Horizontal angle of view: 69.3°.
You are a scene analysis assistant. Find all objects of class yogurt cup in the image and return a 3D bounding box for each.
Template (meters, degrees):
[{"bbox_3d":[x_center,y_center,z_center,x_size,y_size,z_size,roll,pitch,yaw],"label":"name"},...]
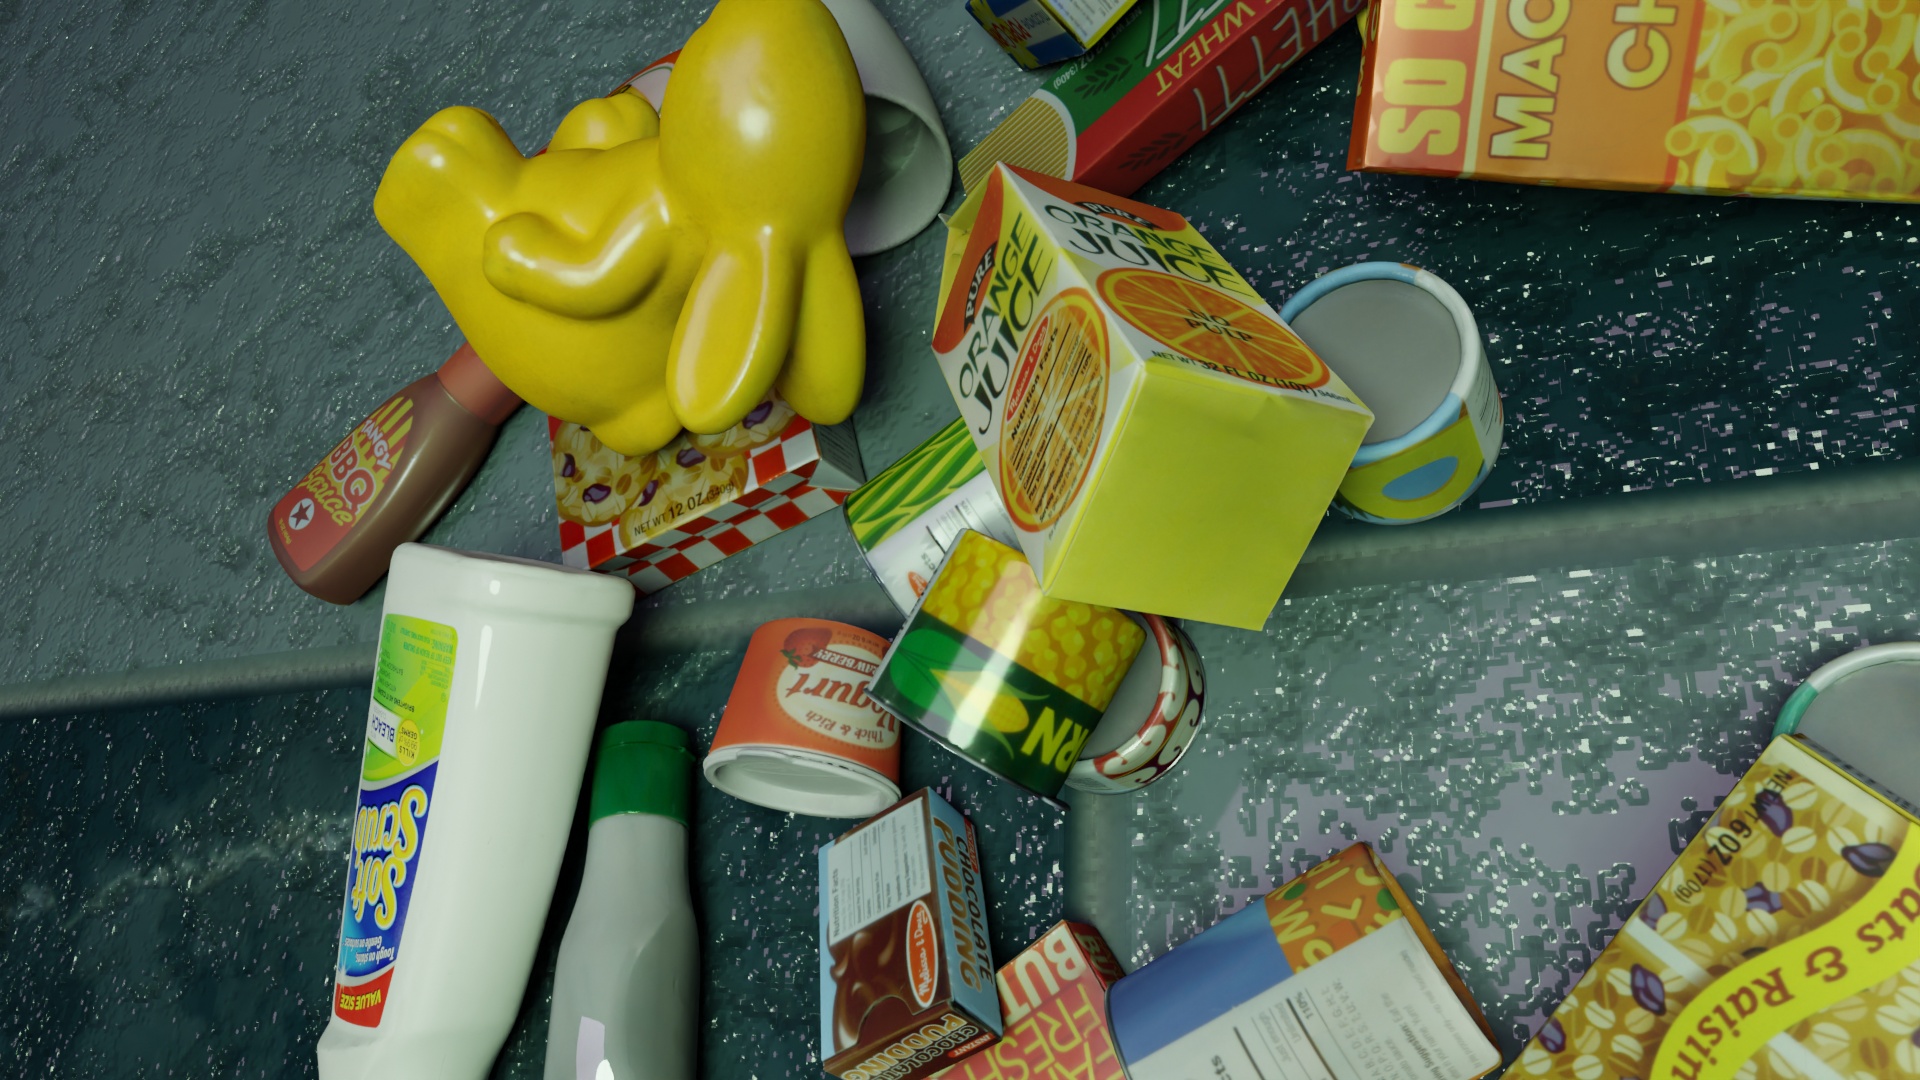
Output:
[{"bbox_3d":[-0.050,0.062,0.483,0.072,0.072,0.054,-5,60,26],"label":"yogurt cup"}]

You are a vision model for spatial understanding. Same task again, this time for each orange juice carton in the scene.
[{"bbox_3d":[0.044,-0.061,0.440,0.193,0.072,0.072,-112,38,-54],"label":"orange juice carton"}]

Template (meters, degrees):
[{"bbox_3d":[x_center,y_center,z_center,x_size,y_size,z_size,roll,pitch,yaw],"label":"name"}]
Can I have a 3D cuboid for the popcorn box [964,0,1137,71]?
[{"bbox_3d":[0.051,-0.221,0.515,0.085,0.038,0.127,-46,17,6],"label":"popcorn box"}]

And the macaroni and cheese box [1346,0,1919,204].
[{"bbox_3d":[0.200,-0.160,0.385,0.166,0.040,0.123,5,104,6],"label":"macaroni and cheese box"}]

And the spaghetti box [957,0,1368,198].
[{"bbox_3d":[0.097,-0.184,0.479,0.249,0.029,0.050,-35,57,34],"label":"spaghetti box"}]

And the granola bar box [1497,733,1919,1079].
[{"bbox_3d":[0.192,0.145,0.311,0.124,0.039,0.165,41,106,33],"label":"granola bar box"}]

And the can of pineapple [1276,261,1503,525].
[{"bbox_3d":[0.129,-0.044,0.432,0.071,0.058,0.071,-10,66,25],"label":"can of pineapple"}]

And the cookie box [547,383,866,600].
[{"bbox_3d":[-0.115,-0.073,0.584,0.123,0.040,0.168,-24,61,18],"label":"cookie box"}]

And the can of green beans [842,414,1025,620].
[{"bbox_3d":[0.002,-0.005,0.479,0.058,0.071,0.071,-35,58,11],"label":"can of green beans"}]

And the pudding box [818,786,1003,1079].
[{"bbox_3d":[-0.018,0.126,0.440,0.049,0.030,0.084,-32,35,17],"label":"pudding box"}]

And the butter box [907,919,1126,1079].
[{"bbox_3d":[0.011,0.168,0.429,0.103,0.024,0.053,-38,56,9],"label":"butter box"}]

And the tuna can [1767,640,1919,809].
[{"bbox_3d":[0.238,0.062,0.346,0.071,0.033,0.071,-11,65,24],"label":"tuna can"}]

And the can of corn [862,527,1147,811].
[{"bbox_3d":[0.016,0.038,0.414,0.071,0.071,0.058,28,86,33],"label":"can of corn"}]

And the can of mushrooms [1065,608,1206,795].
[{"bbox_3d":[0.045,0.046,0.455,0.071,0.033,0.071,-11,66,25],"label":"can of mushrooms"}]

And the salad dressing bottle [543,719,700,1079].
[{"bbox_3d":[-0.116,0.138,0.491,0.044,0.064,0.148,-11,57,11],"label":"salad dressing bottle"}]

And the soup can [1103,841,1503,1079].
[{"bbox_3d":[0.092,0.130,0.378,0.083,0.071,0.071,-34,58,10],"label":"soup can"}]

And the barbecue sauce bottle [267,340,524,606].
[{"bbox_3d":[-0.252,-0.040,0.642,0.148,0.043,0.065,-43,56,6],"label":"barbecue sauce bottle"}]

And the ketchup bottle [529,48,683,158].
[{"bbox_3d":[-0.134,-0.192,0.641,0.148,0.043,0.065,-35,58,11],"label":"ketchup bottle"}]
